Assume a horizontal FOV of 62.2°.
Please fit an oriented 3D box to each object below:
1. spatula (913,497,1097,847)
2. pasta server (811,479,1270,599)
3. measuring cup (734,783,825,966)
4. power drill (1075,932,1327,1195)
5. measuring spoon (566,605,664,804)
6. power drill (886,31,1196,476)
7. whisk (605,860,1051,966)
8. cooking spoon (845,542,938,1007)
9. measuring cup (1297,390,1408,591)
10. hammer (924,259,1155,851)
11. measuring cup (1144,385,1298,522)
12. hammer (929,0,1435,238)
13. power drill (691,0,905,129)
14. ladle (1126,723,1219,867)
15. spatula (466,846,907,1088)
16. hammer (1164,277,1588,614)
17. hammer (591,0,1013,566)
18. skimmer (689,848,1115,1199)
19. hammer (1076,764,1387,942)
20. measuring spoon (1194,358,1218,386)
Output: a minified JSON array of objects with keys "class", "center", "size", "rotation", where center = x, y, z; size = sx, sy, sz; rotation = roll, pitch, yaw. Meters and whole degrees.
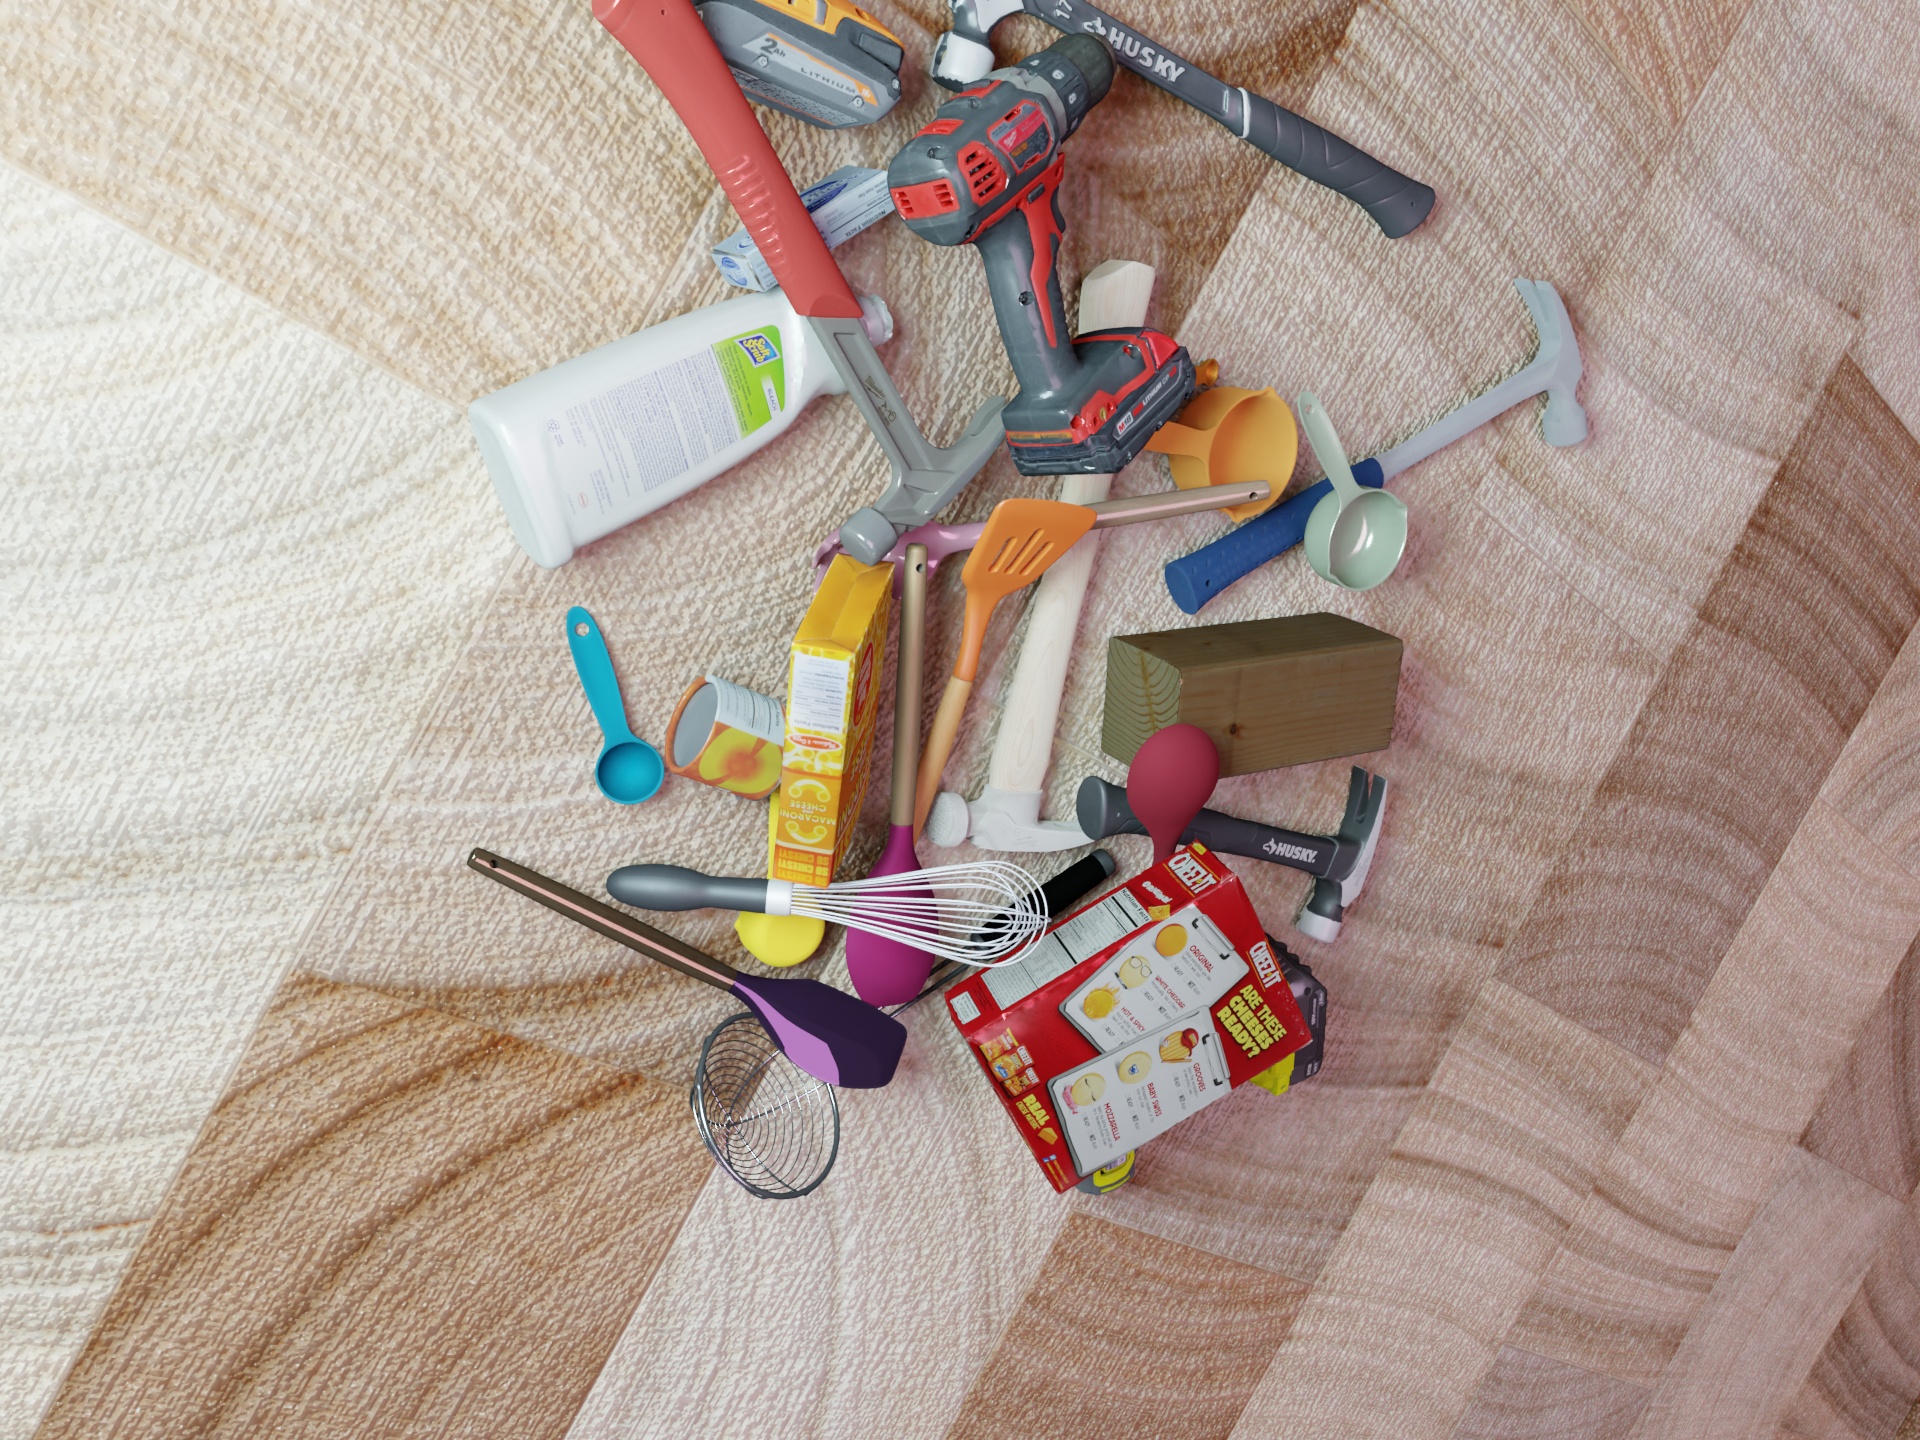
[{"class":"spatula","center":[-0.002,-0.003,1.053],"size":[0.081,0.041,0.322],"rotation":[2,117,-38]},{"class":"pasta server","center":[0.056,-0.124,1.036],"size":[0.316,0.040,0.060],"rotation":[-10,125,-11]},{"class":"measuring cup","center":[-0.114,0.092,1.058],"size":[0.062,0.029,0.156],"rotation":[-5,111,-29]},{"class":"power drill","center":[0.176,0.262,1.249],"size":[0.223,0.080,0.171],"rotation":[-22,130,-21]},{"class":"measuring spoon","center":[-0.216,-0.010,0.974],"size":[0.042,0.021,0.128],"rotation":[-18,107,-10]},{"class":"power drill","center":[0.062,-0.279,0.947],"size":[0.188,0.080,0.226],"rotation":[-49,127,-32]},{"class":"whisk","center":[-0.083,0.116,1.016],"size":[0.284,0.070,0.070],"rotation":[5,107,-2]},{"class":"cooking spoon","center":[-0.037,0.042,1.035],"size":[0.068,0.017,0.318],"rotation":[-5,108,-26]},{"class":"measuring cup","center":[0.266,-0.168,1.143],"size":[0.083,0.038,0.167],"rotation":[-40,121,-12]},{"class":"hammer","center":[0.082,-0.105,1.100],"size":[0.146,0.038,0.410],"rotation":[4,105,-33]},{"class":"measuring cup","center":[0.155,-0.193,1.095],"size":[0.173,0.052,0.095],"rotation":[3,105,-36]},{"class":"hammer","center":[0.170,-0.412,1.045],"size":[0.408,0.036,0.149],"rotation":[13,99,-34]},{"class":"power drill","center":[-0.060,-0.450,0.869],"size":[0.164,0.084,0.226],"rotation":[10,98,-33]},{"class":"ladle","center":[0.141,0.127,1.161],"size":[0.069,0.031,0.315],"rotation":[-10,135,-14]},{"class":"spatula","center":[-0.169,0.158,1.014],"size":[0.315,0.018,0.060],"rotation":[31,66,-21]},{"class":"hammer","center":[0.322,-0.198,1.209],"size":[0.405,0.035,0.144],"rotation":[-31,120,-18]},{"class":"hammer","center":[-0.082,-0.259,0.873],"size":[0.149,0.037,0.358],"rotation":[-49,133,-19]},{"class":"skimmer","center":[-0.025,0.192,1.110],"size":[0.363,0.090,0.127],"rotation":[-32,92,-19]},{"class":"hammer","center":[0.212,0.083,1.223],"size":[0.334,0.035,0.146],"rotation":[15,99,-41]},{"class":"measuring spoon","center":[0.142,-0.231,1.083],"size":[0.117,0.011,0.021],"rotation":[-23,122,-46]}]
